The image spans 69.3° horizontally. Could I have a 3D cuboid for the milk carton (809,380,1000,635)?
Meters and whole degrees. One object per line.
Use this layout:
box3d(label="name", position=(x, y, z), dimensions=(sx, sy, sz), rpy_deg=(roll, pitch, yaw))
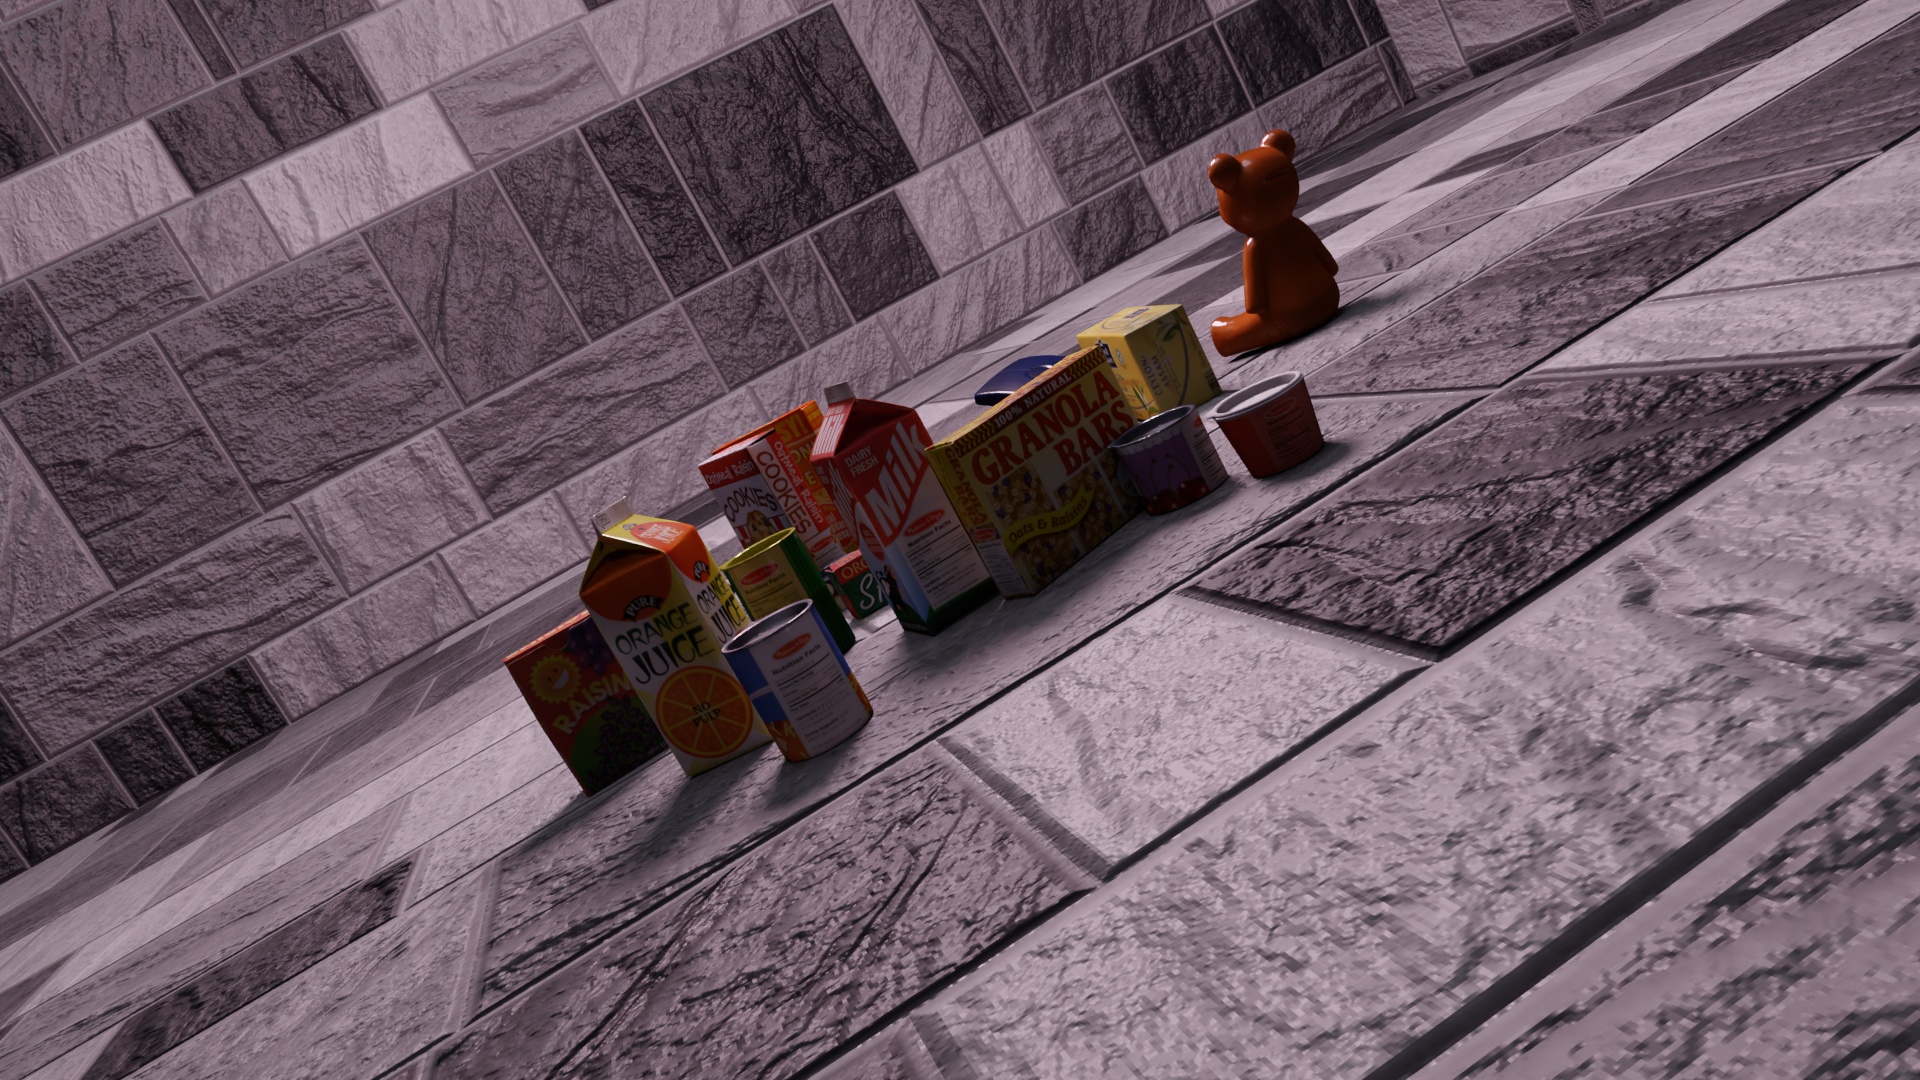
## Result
box3d(label="milk carton", position=(-0.048, -0.031, 1.024), dimensions=(0.074, 0.190, 0.072), rpy_deg=(-32, 11, -17))

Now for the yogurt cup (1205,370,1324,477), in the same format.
box3d(label="yogurt cup", position=(0.216, -0.079, 0.962), dimensions=(0.072, 0.054, 0.072), rpy_deg=(-27, 11, 6))

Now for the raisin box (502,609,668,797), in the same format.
box3d(label="raisin box", position=(-0.286, 0.123, 1.079), dimensions=(0.086, 0.123, 0.040), rpy_deg=(-32, 11, -19))

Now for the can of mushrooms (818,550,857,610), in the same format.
box3d(label="can of mushrooms", position=(-0.106, 0.038, 1.266), dimensions=(0.071, 0.033, 0.071), rpy_deg=(-27, 11, 6))

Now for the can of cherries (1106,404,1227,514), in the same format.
box3d(label="can of cherries", position=(0.151, -0.058, 1.012), dimensions=(0.071, 0.058, 0.071), rpy_deg=(-27, 11, 6))

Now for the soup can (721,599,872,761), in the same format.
box3d(label="soup can", position=(-0.105, 0.090, 0.894), dimensions=(0.071, 0.083, 0.071), rpy_deg=(-27, 11, 6))

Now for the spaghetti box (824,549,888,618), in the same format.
box3d(label="spaghetti box", position=(0.004, -0.015, 1.196), dimensions=(0.250, 0.050, 0.028), rpy_deg=(-30, 11, -11))

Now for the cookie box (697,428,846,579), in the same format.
box3d(label="cookie box", position=(-0.177, -0.019, 1.348), dimensions=(0.040, 0.167, 0.122), rpy_deg=(-35, 12, -31))

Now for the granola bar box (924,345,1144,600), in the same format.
box3d(label="granola bar box", position=(0.066, -0.051, 1.014), dimensions=(0.166, 0.124, 0.039), rpy_deg=(-36, 13, -35))

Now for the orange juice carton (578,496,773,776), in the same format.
box3d(label="orange juice carton", position=(-0.198, 0.060, 0.973), dimensions=(0.073, 0.192, 0.072), rpy_deg=(-26, 11, 12))

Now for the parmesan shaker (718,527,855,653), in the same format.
box3d(label="parmesan shaker", position=(-0.138, 0.051, 1.100), dimensions=(0.071, 0.103, 0.071), rpy_deg=(-27, 11, 6))

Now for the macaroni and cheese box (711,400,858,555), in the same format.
box3d(label="macaroni and cheese box", position=(-0.169, -0.048, 1.467), dimensions=(0.123, 0.166, 0.040), rpy_deg=(-23, 11, 24))
